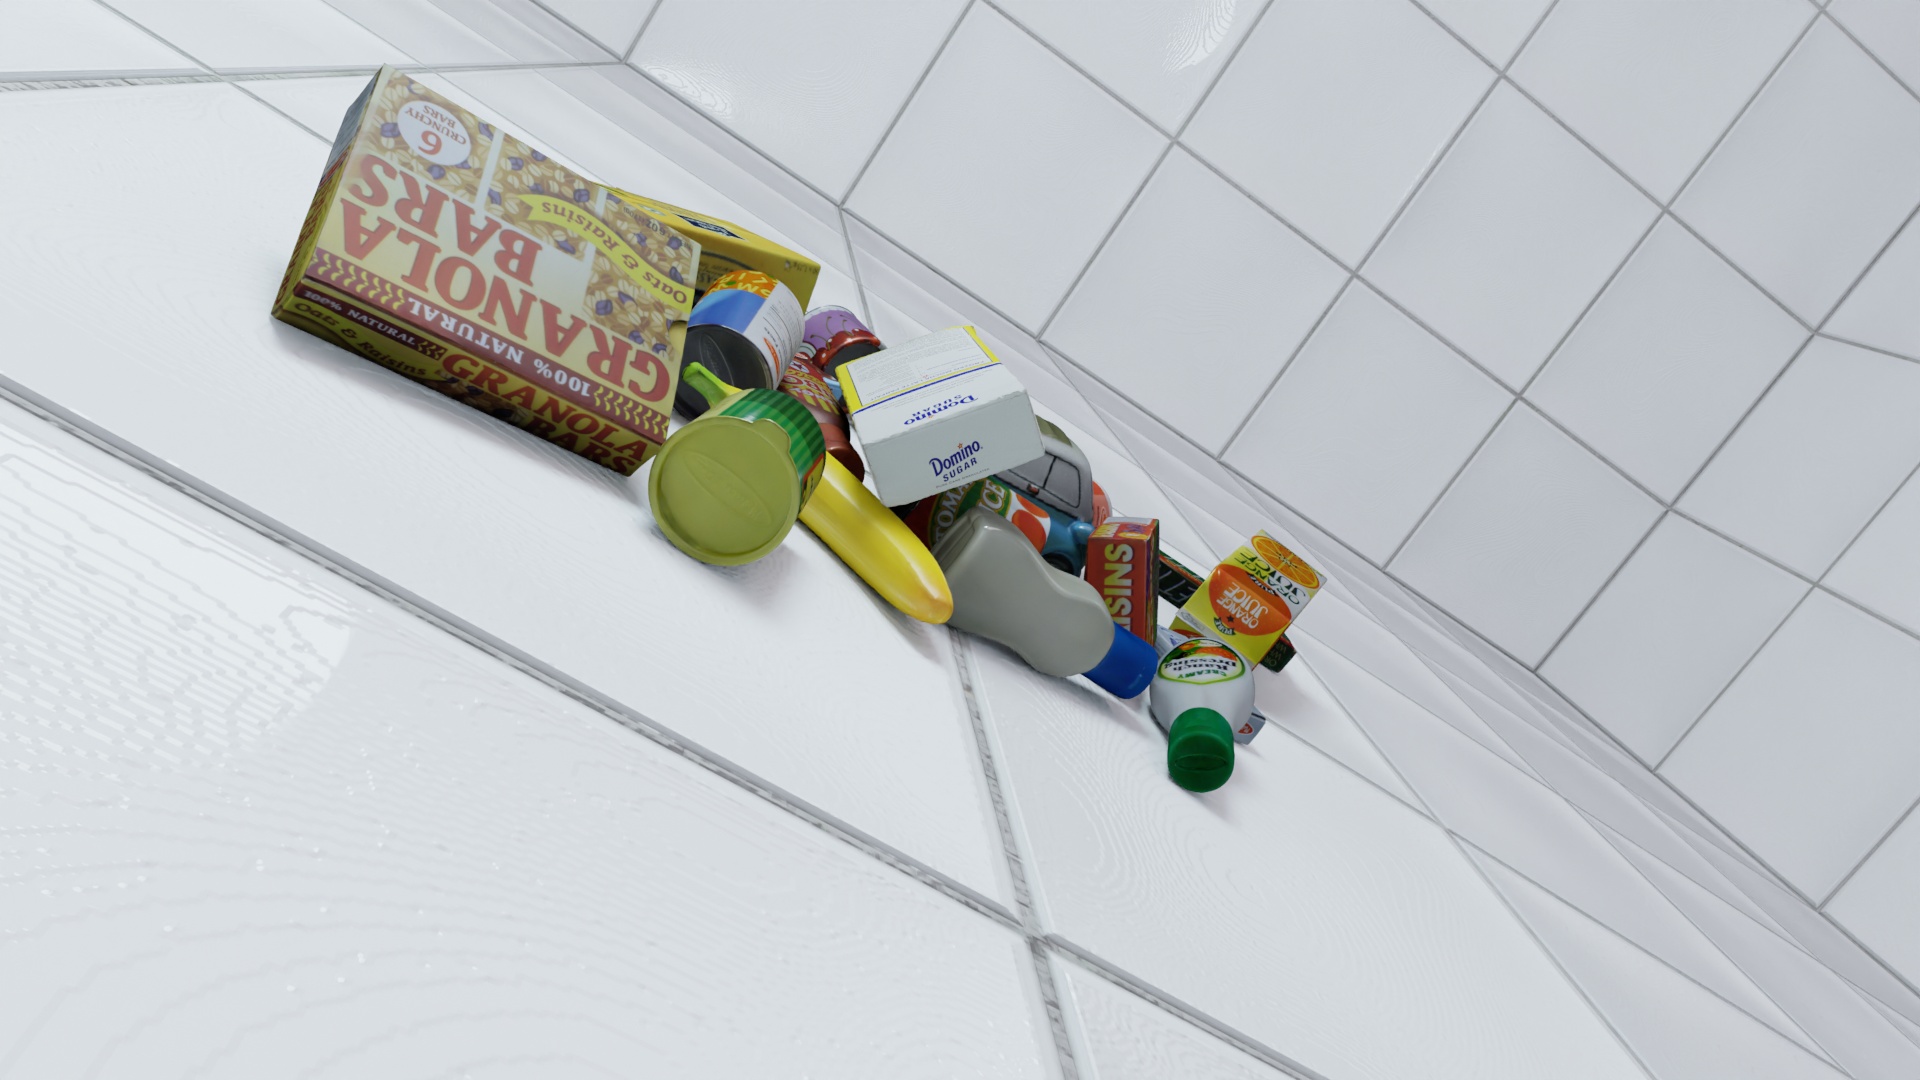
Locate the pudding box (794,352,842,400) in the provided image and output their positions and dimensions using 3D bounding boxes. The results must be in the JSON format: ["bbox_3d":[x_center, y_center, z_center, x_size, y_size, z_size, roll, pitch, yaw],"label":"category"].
[{"bbox_3d":[-0.123,-0.114,0.978,0.050,0.030,0.084,38,13,19],"label":"pudding box"}]

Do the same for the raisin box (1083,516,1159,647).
[{"bbox_3d":[0.104,0.032,0.887,0.040,0.086,0.123,2,7,11],"label":"raisin box"}]

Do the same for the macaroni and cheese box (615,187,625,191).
[{"bbox_3d":[-0.201,-0.211,1.114,0.167,0.040,0.124,43,16,35],"label":"macaroni and cheese box"}]

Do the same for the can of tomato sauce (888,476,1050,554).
[{"bbox_3d":[0.003,-0.010,0.832,0.083,0.071,0.071,32,12,-17],"label":"can of tomato sauce"}]

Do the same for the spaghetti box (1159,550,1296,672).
[{"bbox_3d":[0.190,0.035,1.242,0.250,0.028,0.050,34,12,-5],"label":"spaghetti box"}]

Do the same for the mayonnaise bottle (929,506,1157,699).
[{"bbox_3d":[0.047,0.042,0.777,0.148,0.064,0.041,33,14,-28],"label":"mayonnaise bottle"}]

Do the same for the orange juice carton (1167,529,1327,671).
[{"bbox_3d":[0.229,0.056,1.120,0.072,0.072,0.193,39,25,13],"label":"orange juice carton"}]

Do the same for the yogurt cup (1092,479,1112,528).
[{"bbox_3d":[0.075,-0.020,1.072,0.054,0.072,0.072,7,30,-50],"label":"yogurt cup"}]

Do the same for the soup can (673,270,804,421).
[{"bbox_3d":[-0.135,-0.112,0.813,0.071,0.071,0.084,32,31,-12],"label":"soup can"}]

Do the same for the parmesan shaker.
[{"bbox_3d":[-0.099,-0.035,0.649,0.071,0.071,0.103,34,12,-6],"label":"parmesan shaker"}]

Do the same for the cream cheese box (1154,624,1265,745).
[{"bbox_3d":[0.158,0.094,0.949,0.053,0.024,0.104,26,15,-37],"label":"cream cheese box"}]

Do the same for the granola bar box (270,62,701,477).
[{"bbox_3d":[-0.201,-0.118,0.621,0.165,0.039,0.125,26,51,-34],"label":"granola bar box"}]

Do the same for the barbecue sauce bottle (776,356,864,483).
[{"bbox_3d":[-0.096,-0.070,0.852,0.065,0.043,0.149,19,19,-29],"label":"barbecue sauce bottle"}]

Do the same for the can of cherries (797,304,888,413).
[{"bbox_3d":[-0.095,-0.138,1.068,0.071,0.071,0.058,23,18,-45],"label":"can of cherries"}]

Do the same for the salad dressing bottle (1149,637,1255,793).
[{"bbox_3d":[0.142,0.101,0.819,0.064,0.044,0.148,-1,15,10],"label":"salad dressing bottle"}]
